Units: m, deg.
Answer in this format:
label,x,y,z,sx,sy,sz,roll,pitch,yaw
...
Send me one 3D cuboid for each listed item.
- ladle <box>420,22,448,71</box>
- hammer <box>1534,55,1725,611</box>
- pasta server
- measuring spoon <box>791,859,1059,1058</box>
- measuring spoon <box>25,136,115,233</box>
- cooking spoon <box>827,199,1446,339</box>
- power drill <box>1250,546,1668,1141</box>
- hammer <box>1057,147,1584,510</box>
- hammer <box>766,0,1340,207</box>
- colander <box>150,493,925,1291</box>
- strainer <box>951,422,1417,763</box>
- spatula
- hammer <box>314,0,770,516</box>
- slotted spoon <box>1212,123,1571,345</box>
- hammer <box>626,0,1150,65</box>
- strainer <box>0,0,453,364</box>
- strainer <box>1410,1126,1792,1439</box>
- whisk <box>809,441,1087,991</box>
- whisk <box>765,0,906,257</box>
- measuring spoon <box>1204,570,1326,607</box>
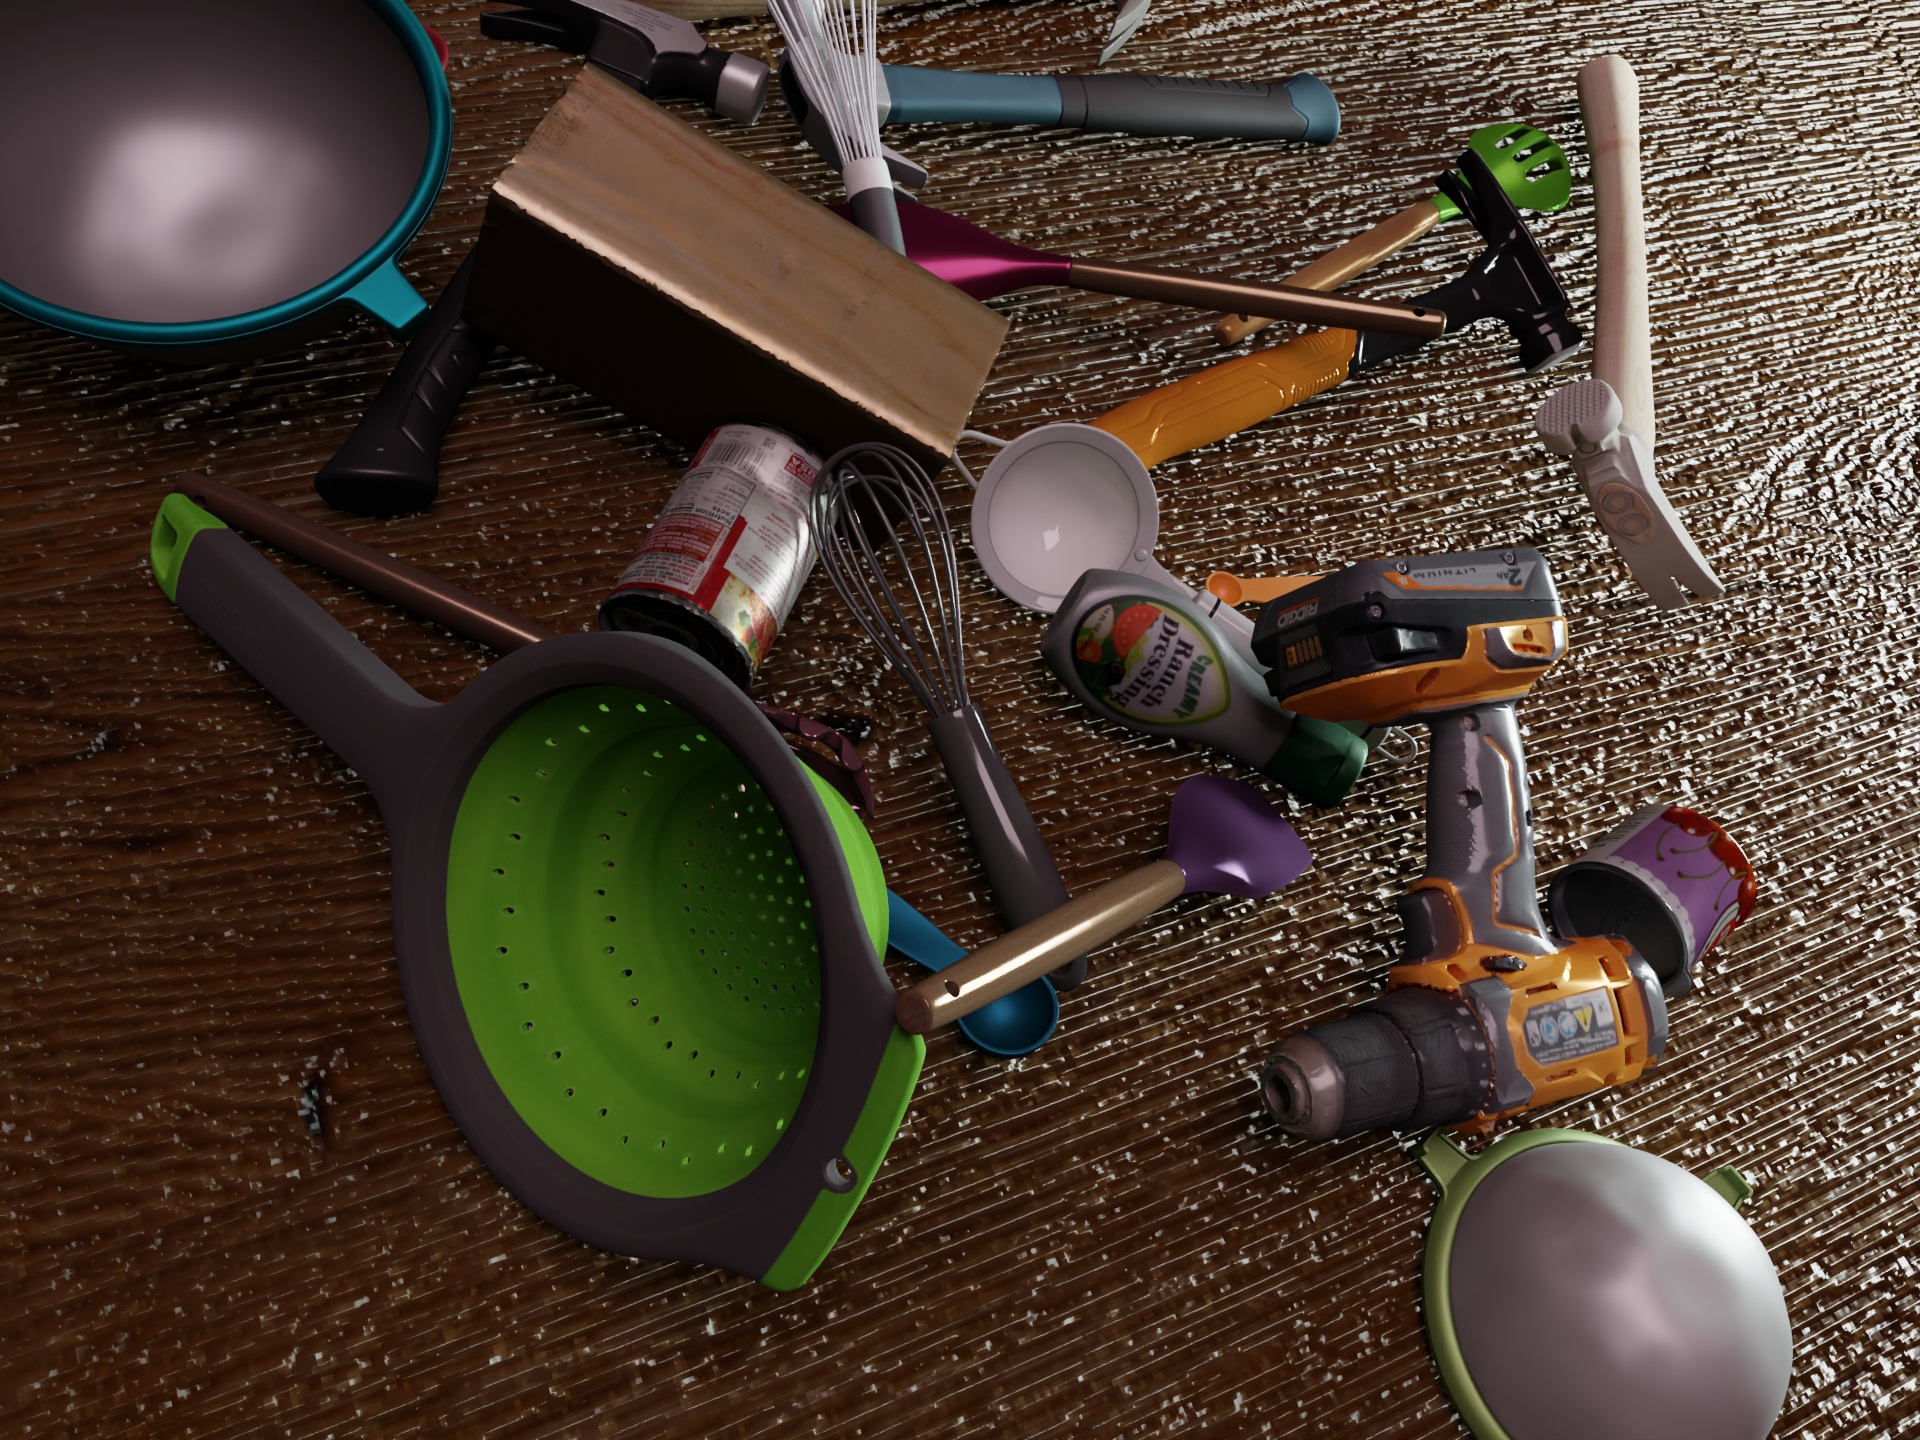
label,x,y,z,sx,sy,sz,roll,pitch,yaw
ladle,-0.403,-0.323,0.744,0.315,0.031,0.069,4,58,-11
hammer,0.377,-0.246,0.900,0.146,0.038,0.411,43,45,-29
pasta server,-0.176,-0.028,0.637,0.316,0.060,0.040,25,28,2
measuring spoon,-0.018,0.091,0.633,0.129,0.021,0.042,35,54,15
measuring spoon,-0.415,-0.204,0.683,0.034,0.018,0.124,42,63,-17
cooking spoon,0.080,-0.220,0.792,0.319,0.017,0.069,10,62,5
power drill,0.183,0.052,0.641,0.185,0.084,0.226,-7,82,-28
hammer,0.180,-0.193,0.823,0.337,0.034,0.127,-27,87,-25
hammer,0.063,-0.342,0.875,0.331,0.033,0.128,-7,74,-22
colander,-0.153,0.025,0.581,0.397,0.204,0.094,36,22,24
strainer,0.102,-0.054,0.731,0.258,0.050,0.087,34,95,-3
spatula,0.064,0.061,0.576,0.060,0.018,0.316,51,28,14
hammer,-0.210,-0.227,0.741,0.146,0.035,0.335,21,58,-5
slotted spoon,0.253,-0.279,0.907,0.314,0.031,0.070,-34,77,-27
hammer,-0.034,-0.418,0.900,0.331,0.031,0.130,-15,66,-22
strainer,-0.325,-0.287,0.691,0.211,0.095,0.341,-2,70,-11
strainer,0.255,0.268,0.577,0.151,0.069,0.257,10,58,-10
whisk,0.000,-0.002,0.643,0.055,0.055,0.239,-22,88,-25
whisk,-0.052,-0.293,0.773,0.070,0.070,0.284,-13,88,-22
measuring spoon,0.170,-0.059,0.772,0.117,0.011,0.021,1,61,-19
